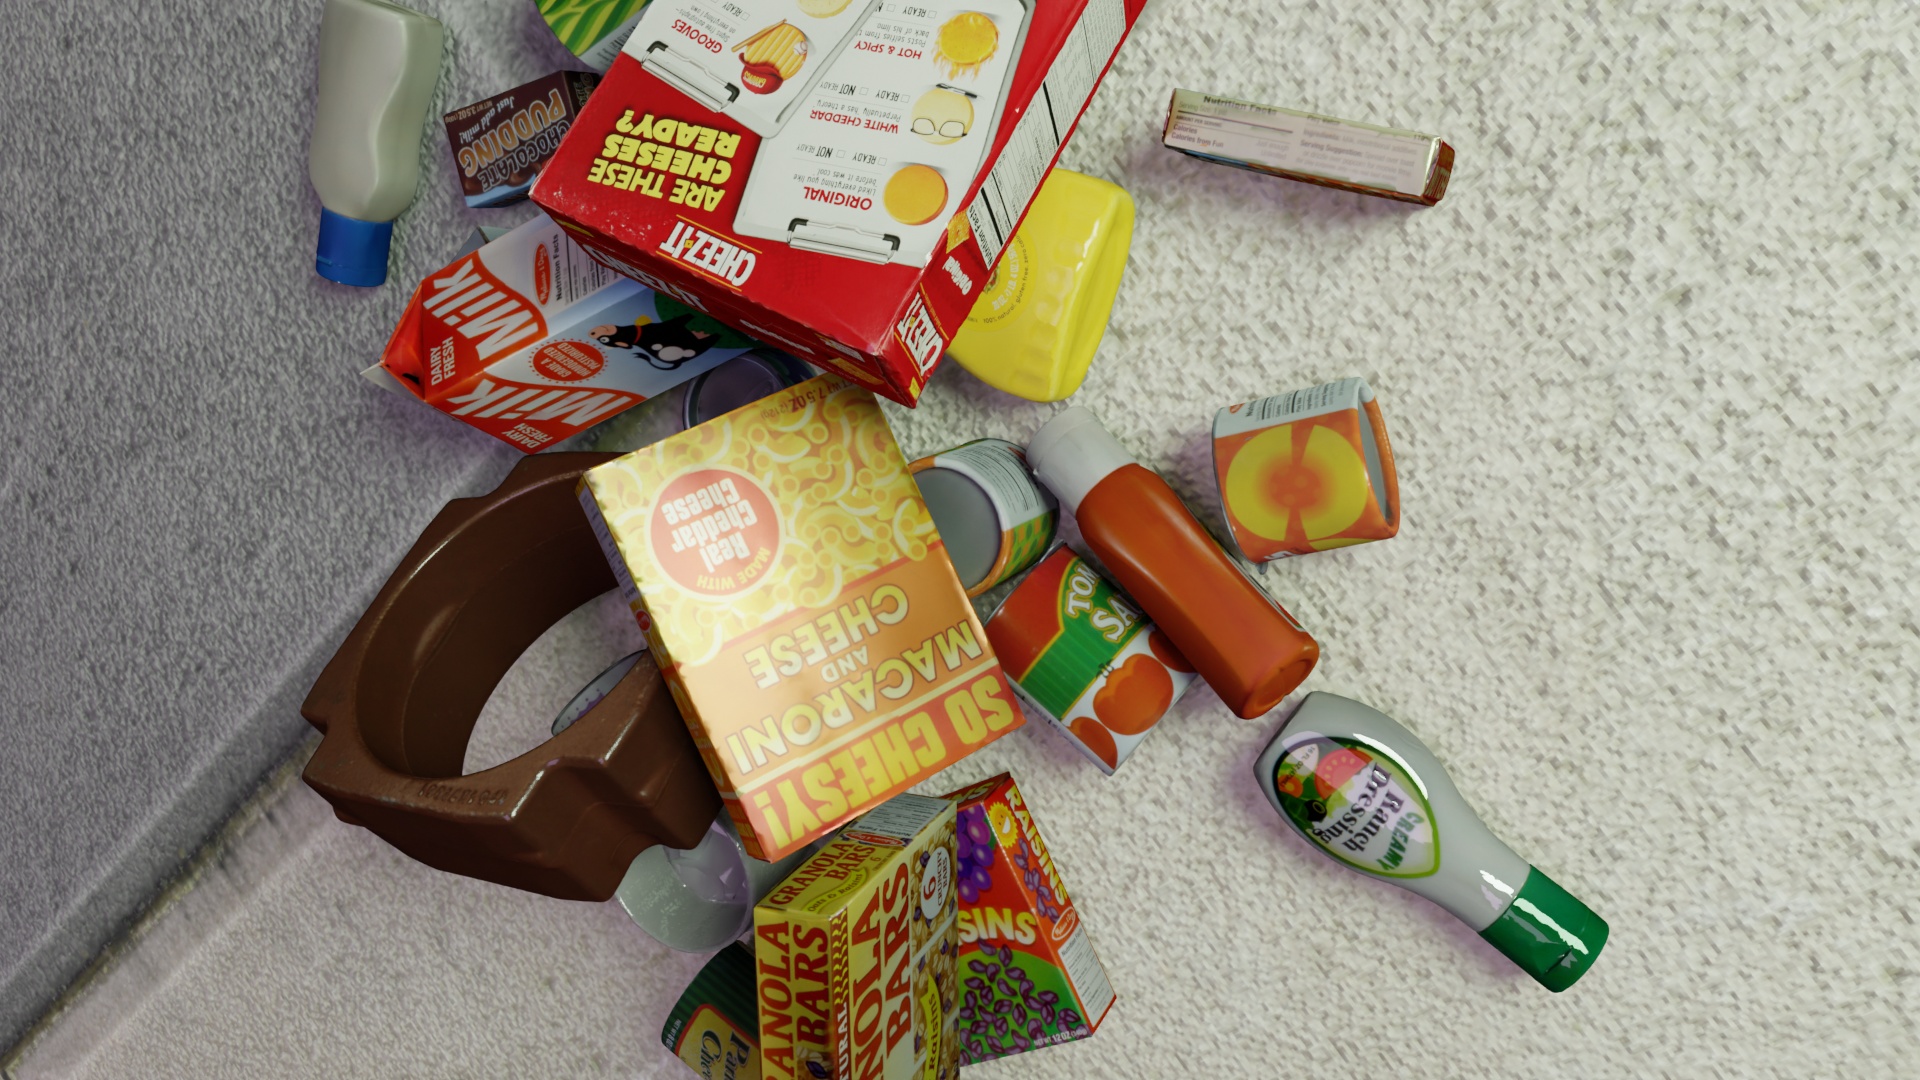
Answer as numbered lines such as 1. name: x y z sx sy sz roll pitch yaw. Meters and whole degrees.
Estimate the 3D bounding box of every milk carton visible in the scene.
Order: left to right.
1. milk carton: -0.191 -0.102 0.663 0.190 0.072 0.074 -22 63 19

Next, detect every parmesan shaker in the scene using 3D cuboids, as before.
1. parmesan shaker: -0.099 0.270 0.732 0.103 0.071 0.071 33 113 16

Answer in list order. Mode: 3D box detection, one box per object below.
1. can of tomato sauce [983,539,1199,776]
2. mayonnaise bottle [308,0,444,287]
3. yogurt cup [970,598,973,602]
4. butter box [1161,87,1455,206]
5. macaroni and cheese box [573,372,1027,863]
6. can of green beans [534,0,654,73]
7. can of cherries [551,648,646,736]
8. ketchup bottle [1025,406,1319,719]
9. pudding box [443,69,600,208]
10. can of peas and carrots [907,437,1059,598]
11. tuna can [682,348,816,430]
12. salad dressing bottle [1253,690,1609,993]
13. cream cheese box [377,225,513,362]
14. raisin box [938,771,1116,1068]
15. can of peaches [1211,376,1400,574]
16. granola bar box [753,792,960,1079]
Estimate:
1. can of tomato sauce: 0.057 0.051 0.611 0.083 0.071 0.071 41 115 11
2. mayonnaise bottle: -0.317 -0.212 0.743 0.065 0.041 0.147 25 112 20
3. yogurt cup: -0.020 0.058 0.650 0.072 0.073 0.053 -11 105 27
4. butter box: 0.135 -0.151 0.537 0.103 0.053 0.024 18 106 20
5. macaroni and cheese box: -0.064 0.027 0.567 0.166 0.124 0.040 65 158 0
6. can of green beans: -0.156 -0.259 0.642 0.057 0.071 0.071 -24 91 28
7. can of cherries: -0.170 0.101 0.729 0.058 0.072 0.071 46 116 8
8. ketchup bottle: 0.085 0.006 0.584 0.043 0.064 0.149 -40 67 0
9. pudding box: -0.217 -0.202 0.704 0.083 0.030 0.049 -9 98 27
10. can of peas and carrots: 0.002 -0.008 0.627 0.071 0.059 0.070 6 103 24
11. tuna can: -0.097 -0.059 0.677 0.071 0.033 0.071 6 104 24
12. salad dressing bottle: 0.193 0.124 0.575 0.148 0.044 0.064 37 115 13
13. cream cheese box: -0.253 -0.119 0.725 0.103 0.053 0.024 -41 76 26
14. raisin box: 0.010 0.186 0.677 0.086 0.040 0.123 -25 91 28
15. can of peaches: 0.140 -0.025 0.555 0.058 0.071 0.071 -13 96 26
16. granola bar box: -0.042 0.211 0.614 0.039 0.124 0.165 5 104 23
